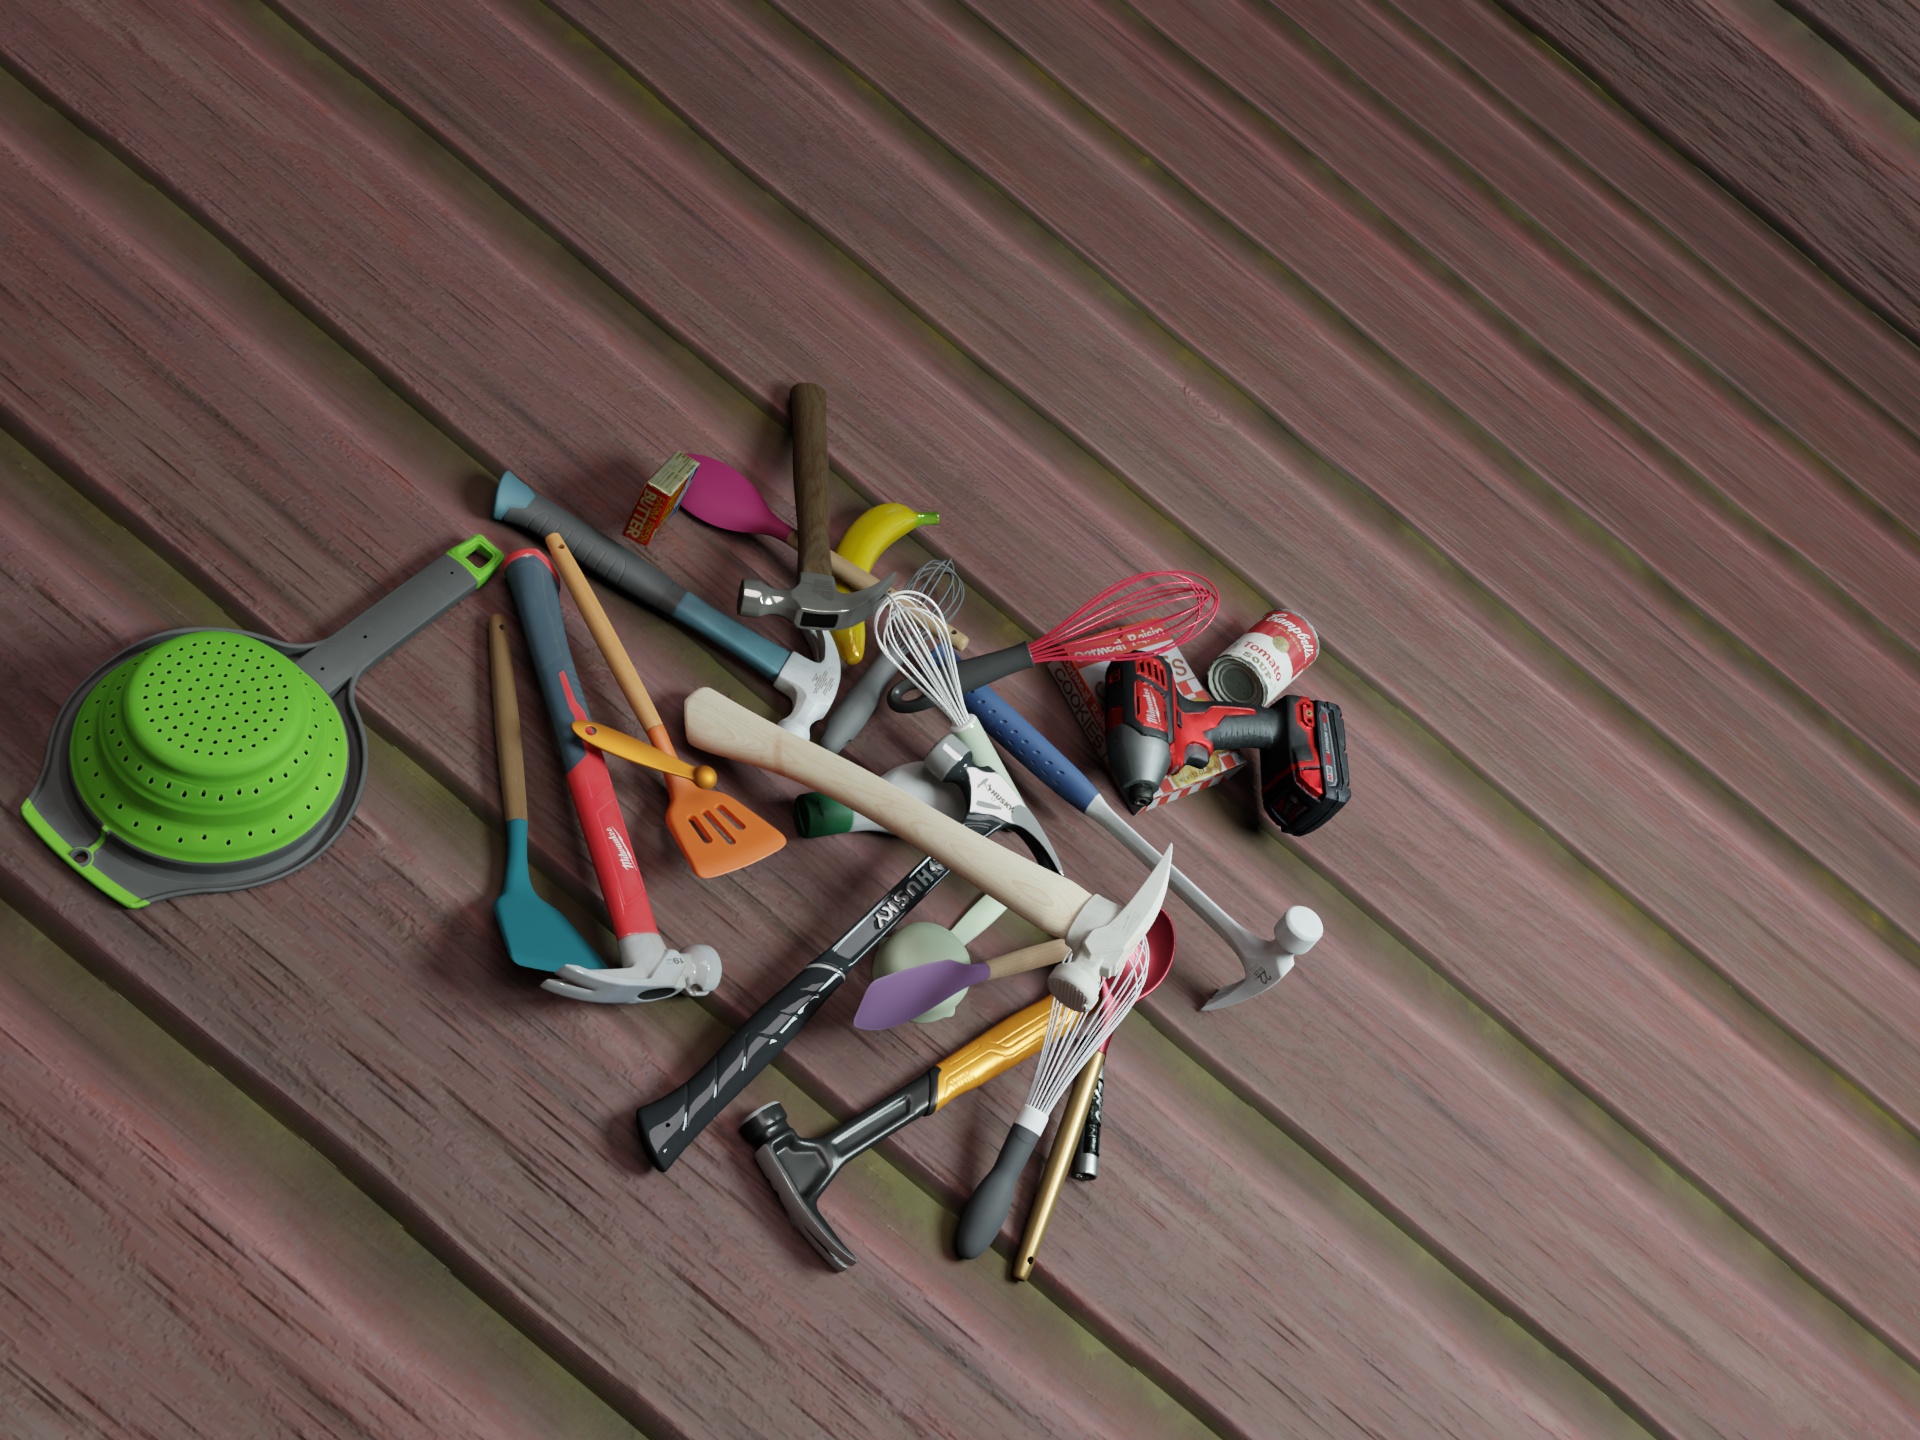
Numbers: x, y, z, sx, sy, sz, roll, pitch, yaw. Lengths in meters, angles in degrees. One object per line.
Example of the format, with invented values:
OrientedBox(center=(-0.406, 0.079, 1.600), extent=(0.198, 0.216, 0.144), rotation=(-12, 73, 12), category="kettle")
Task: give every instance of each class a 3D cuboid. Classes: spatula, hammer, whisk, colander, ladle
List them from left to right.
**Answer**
OrientedBox(center=(-0.467, -0.041, 1.136), extent=(0.204, 0.094, 0.397), rotation=(40, 51, 1), category="colander")
OrientedBox(center=(-0.325, 0.049, 1.185), extent=(0.082, 0.044, 0.318), rotation=(18, 48, -46), category="spatula")
OrientedBox(center=(-0.295, 0.030, 1.192), extent=(0.143, 0.038, 0.387), rotation=(10, 49, -51), category="hammer")
OrientedBox(center=(-0.247, -0.018, 1.245), extent=(0.081, 0.041, 0.323), rotation=(-21, 74, -36), category="spatula")
OrientedBox(center=(-0.247, -0.104, 1.328), extent=(0.331, 0.033, 0.128), rotation=(32, 52, -5), category="hammer")
OrientedBox(center=(-0.128, -0.195, 1.399), extent=(0.130, 0.031, 0.332), rotation=(8, 43, -14), category="hammer")
OrientedBox(center=(-0.085, 0.181, 1.195), extent=(0.149, 0.036, 0.409), rotation=(42, 60, 9), category="hammer")
OrientedBox(center=(-0.060, -0.057, 1.389), extent=(0.055, 0.055, 0.239), rotation=(35, 56, -4), category="whisk")
OrientedBox(center=(-0.039, 0.067, 1.221), extent=(0.411, 0.038, 0.146), rotation=(27, 56, 21), category="hammer")
OrientedBox(center=(-0.002, -0.004, 1.320), extent=(0.058, 0.059, 0.246), rotation=(-32, 115, -5), category="whisk")
OrientedBox(center=(0.000, 0.278, 1.213), extent=(0.337, 0.034, 0.127), rotation=(-25, 73, -36), category="hammer")
OrientedBox(center=(0.035, 0.194, 1.248), extent=(0.315, 0.059, 0.018), rotation=(-7, 38, -46), category="spatula")
OrientedBox(center=(0.067, 0.272, 1.199), extent=(0.070, 0.070, 0.285), rotation=(32, 72, -6), category="whisk")
OrientedBox(center=(0.078, -0.062, 1.349), extent=(0.296, 0.073, 0.073), rotation=(-19, 66, 2), category="whisk")
OrientedBox(center=(0.099, 0.283, 1.240), extent=(0.069, 0.031, 0.316), rotation=(35, 60, -19), category="ladle")
OrientedBox(center=(0.117, 0.083, 1.359), extent=(0.406, 0.144, 0.035), rotation=(43, 45, 14), category="hammer")

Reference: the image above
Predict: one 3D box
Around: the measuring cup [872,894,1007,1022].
OrientedBox(center=(0.000, 0.172, 1.275), extent=(0.083, 0.038, 0.167), rotation=(46, 53, 6), category="measuring cup")

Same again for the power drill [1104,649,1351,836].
OrientedBox(center=(0.231, 0.027, 1.415), extent=(0.219, 0.078, 0.143), rotation=(14, 57, -17), category="power drill")

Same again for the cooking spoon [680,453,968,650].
OrientedBox(center=(-0.127, -0.148, 1.387), extent=(0.319, 0.017, 0.069), rotation=(33, 53, 12), category="cooking spoon")

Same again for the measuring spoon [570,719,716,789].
OrientedBox(center=(-0.237, 0.024, 1.198), extent=(0.117, 0.011, 0.021), rotation=(23, 50, -15), category="measuring spoon")
